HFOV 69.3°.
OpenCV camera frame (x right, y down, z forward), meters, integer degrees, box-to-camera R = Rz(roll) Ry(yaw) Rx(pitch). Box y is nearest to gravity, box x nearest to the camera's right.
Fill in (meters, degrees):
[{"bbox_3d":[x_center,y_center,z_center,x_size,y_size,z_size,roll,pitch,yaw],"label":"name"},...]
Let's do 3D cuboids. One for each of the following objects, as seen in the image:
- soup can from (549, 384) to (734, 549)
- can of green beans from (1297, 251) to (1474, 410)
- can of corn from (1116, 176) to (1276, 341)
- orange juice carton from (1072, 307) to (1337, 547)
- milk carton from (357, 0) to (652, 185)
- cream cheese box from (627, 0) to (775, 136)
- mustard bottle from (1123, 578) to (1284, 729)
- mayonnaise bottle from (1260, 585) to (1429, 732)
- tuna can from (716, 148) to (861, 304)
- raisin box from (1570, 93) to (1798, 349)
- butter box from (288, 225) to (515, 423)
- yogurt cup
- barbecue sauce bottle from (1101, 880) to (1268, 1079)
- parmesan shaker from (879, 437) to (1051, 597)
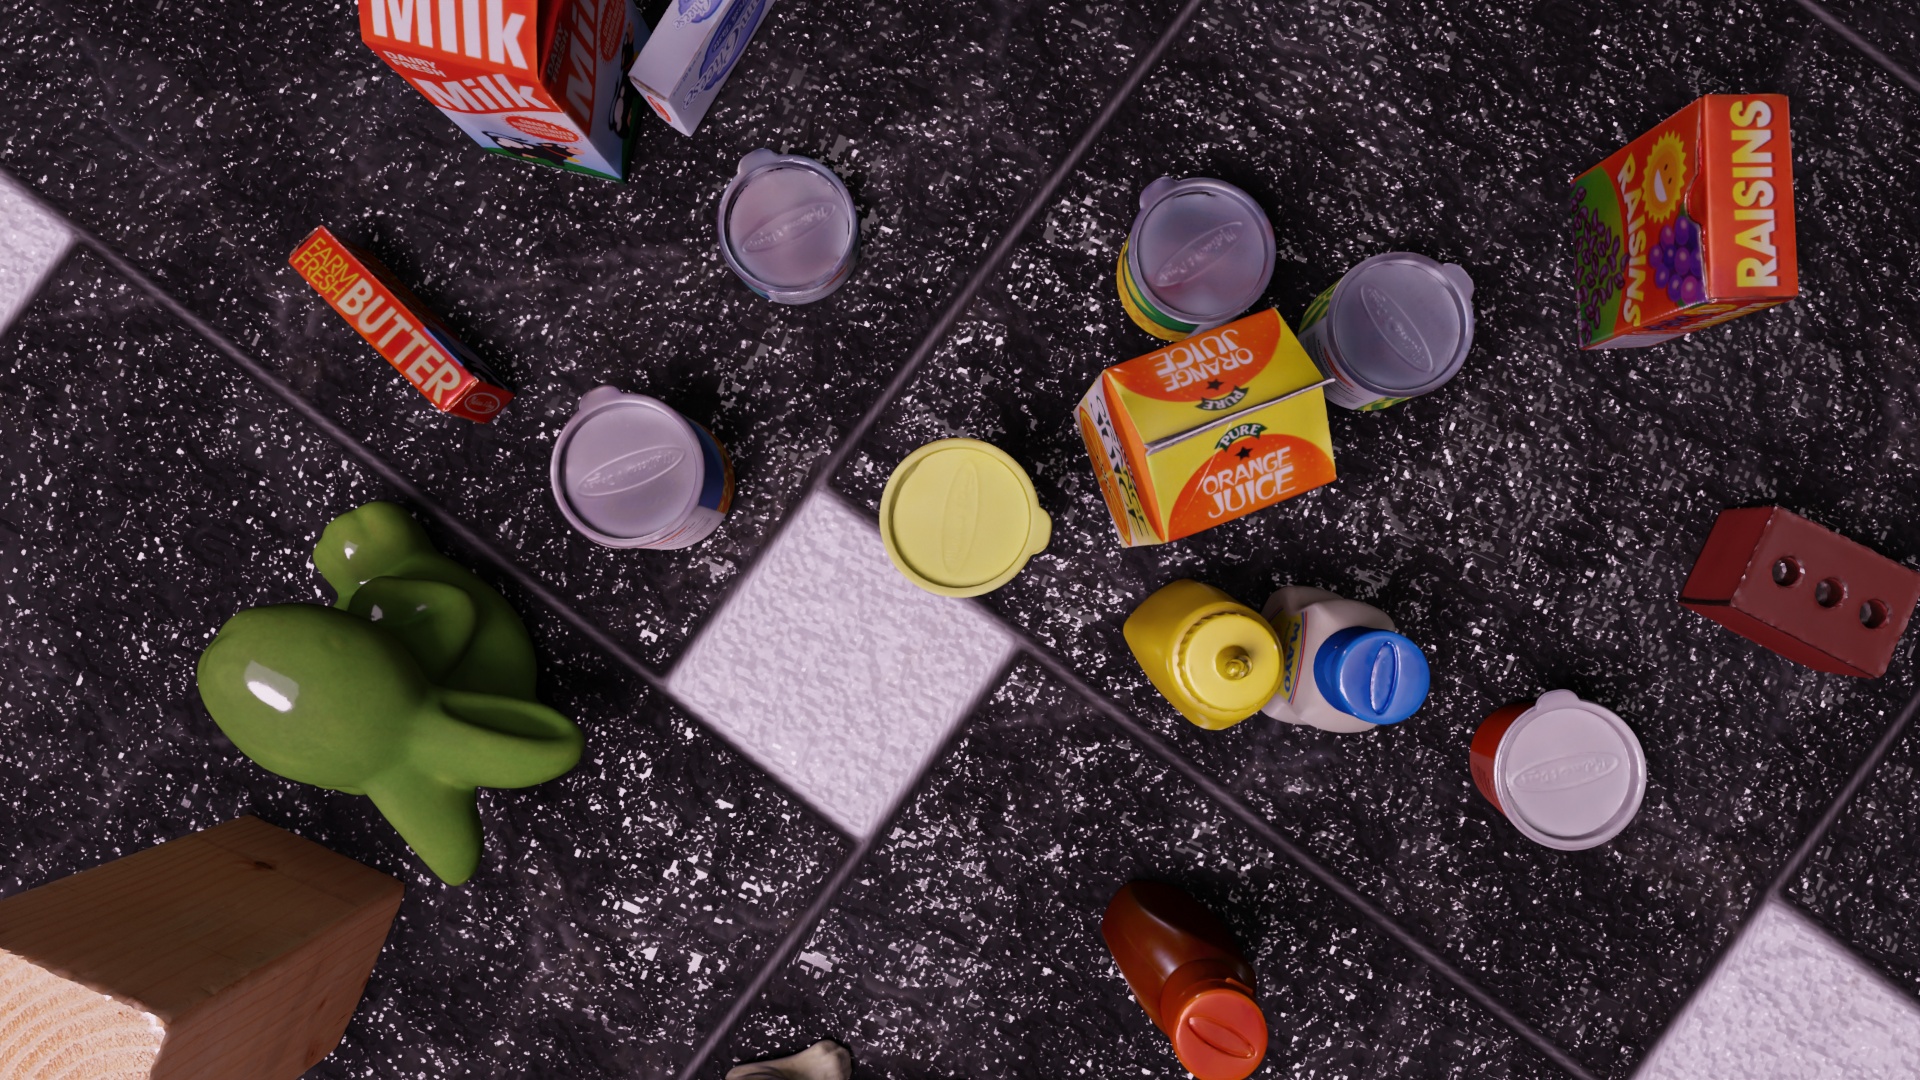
[{"bbox_3d":[-0.143,-0.032,0.633,0.071,0.084,0.071,0,89,0],"label":"soup can"},{"bbox_3d":[0.197,-0.096,0.648,0.071,0.058,0.071,0,88,0],"label":"can of green beans"},{"bbox_3d":[0.107,-0.131,0.649,0.071,0.058,0.071,0,89,0],"label":"can of corn"},{"bbox_3d":[0.099,-0.043,0.579,0.072,0.192,0.073,-20,89,0],"label":"orange juice carton"},{"bbox_3d":[-0.188,-0.216,0.585,0.072,0.190,0.073,13,89,0],"label":"milk carton"},{"bbox_3d":[-0.115,-0.247,0.655,0.024,0.053,0.104,31,89,1],"label":"cream cheese box"},{"bbox_3d":[0.108,0.050,0.592,0.049,0.160,0.065,-38,89,-1],"label":"mustard bottle"},{"bbox_3d":[0.160,0.053,0.599,0.041,0.148,0.064,9,89,0],"label":"mayonnaise bottle"},{"bbox_3d":[-0.082,-0.149,0.662,0.071,0.033,0.071,0,88,0],"label":"tuna can"},{"bbox_3d":[0.316,-0.137,0.617,0.040,0.123,0.086,-1,89,0],"label":"raisin box"},{"bbox_3d":[-0.260,-0.099,0.650,0.103,0.053,0.024,44,89,1],"label":"butter box"},{"bbox_3d":[0.272,0.105,0.644,0.072,0.054,0.072,0,88,0],"label":"yogurt cup"},{"bbox_3d":[0.098,0.187,0.594,0.065,0.148,0.043,29,89,1],"label":"barbecue sauce bottle"},{"bbox_3d":[0.002,-0.008,0.623,0.071,0.103,0.071,0,89,0],"label":"parmesan shaker"}]
